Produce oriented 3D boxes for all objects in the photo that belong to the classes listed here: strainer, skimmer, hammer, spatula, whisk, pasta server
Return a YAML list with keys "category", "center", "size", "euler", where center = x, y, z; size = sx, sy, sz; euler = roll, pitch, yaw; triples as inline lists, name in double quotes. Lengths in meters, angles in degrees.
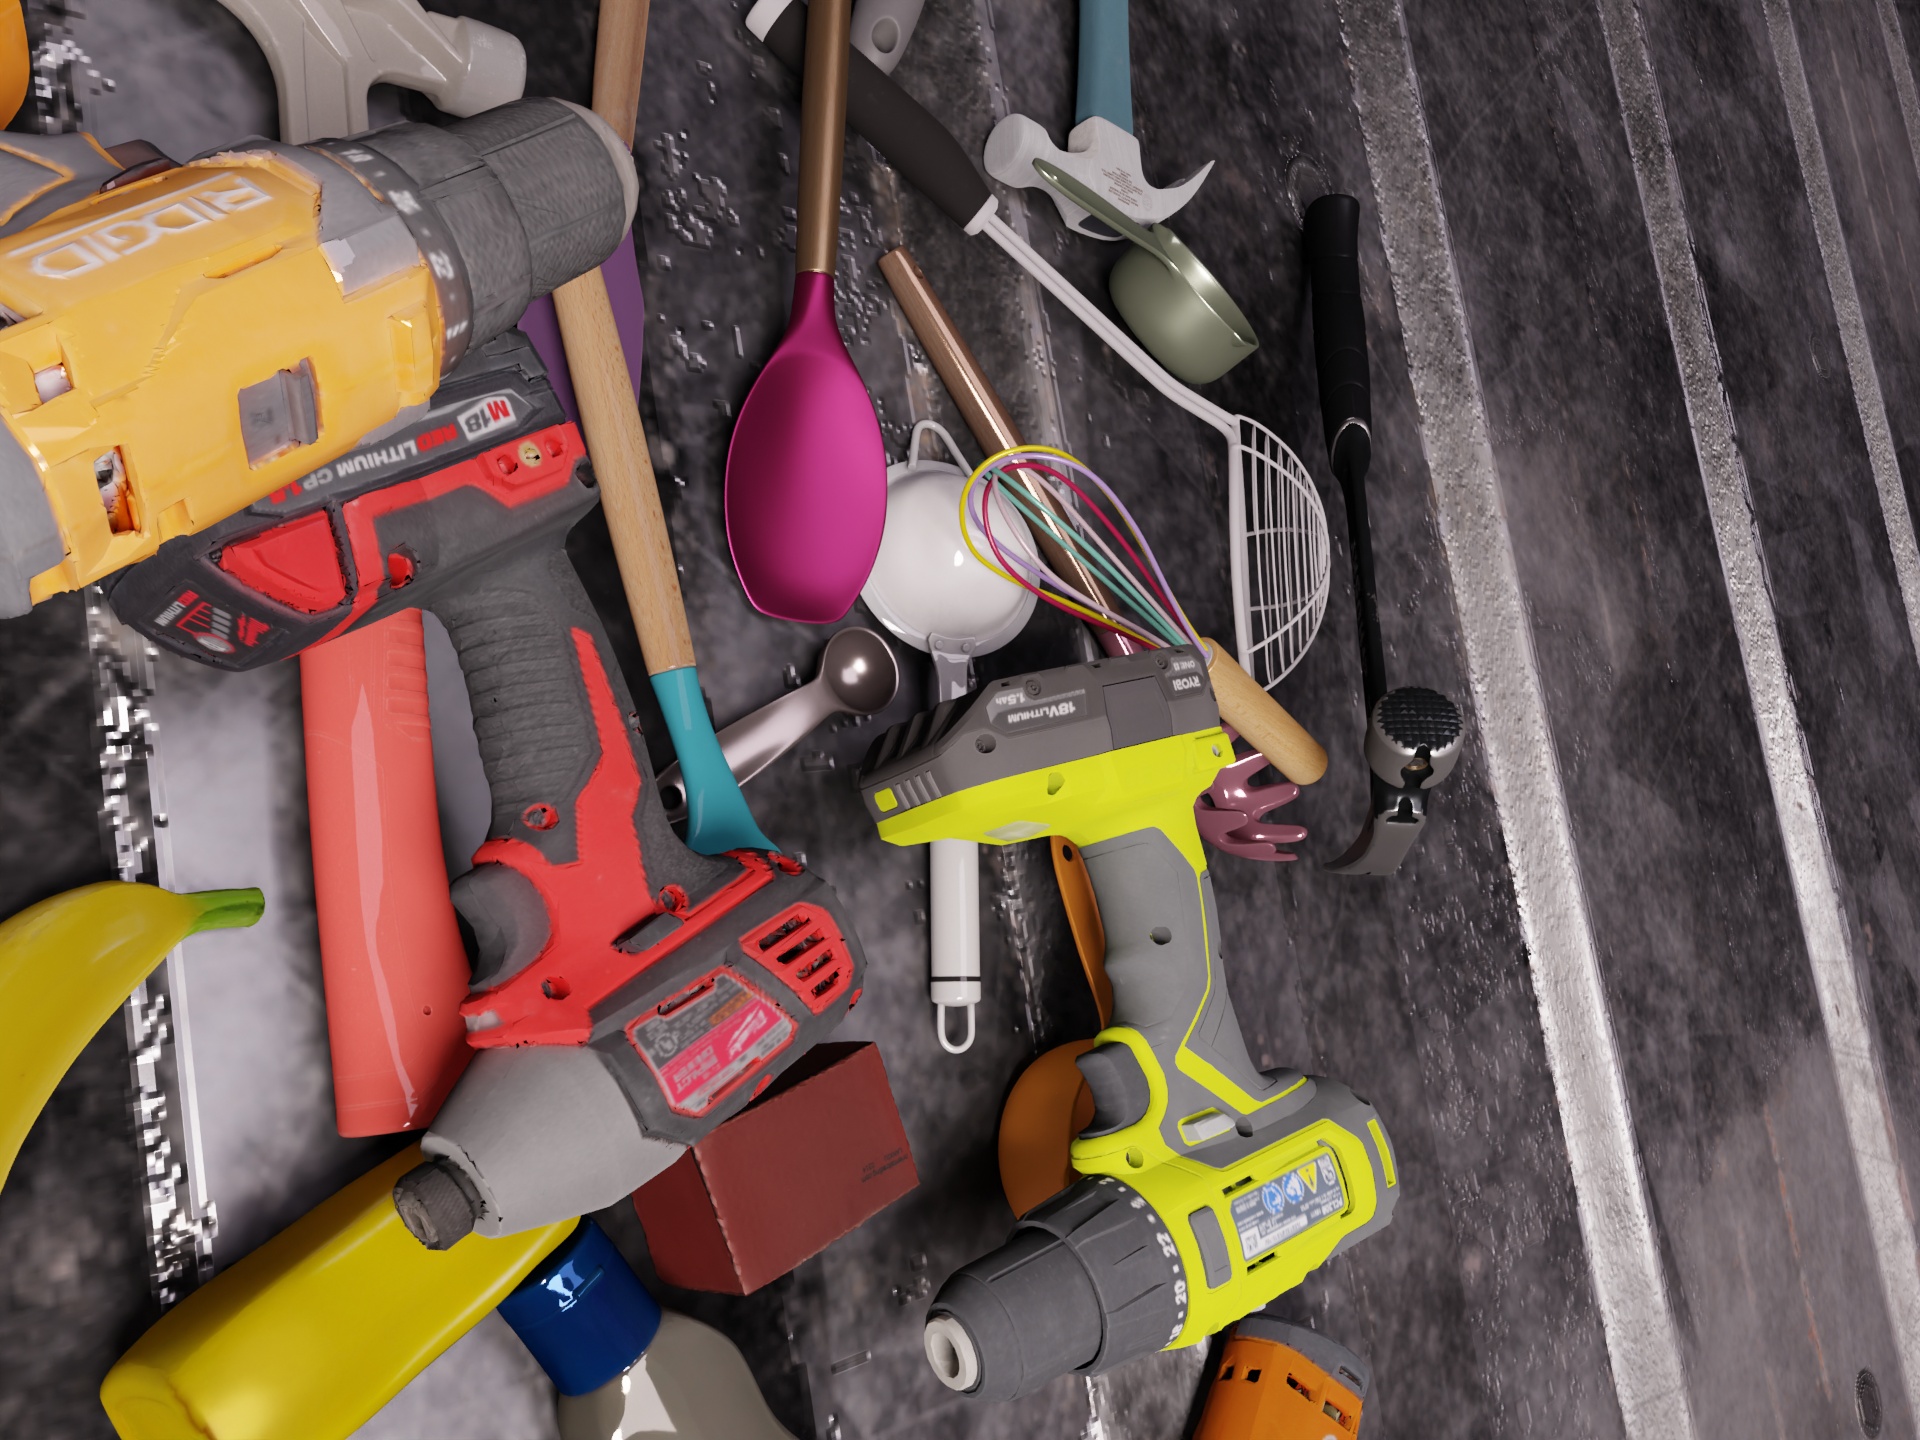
- category: "strainer"
  center: [-0.001, -0.002, 0.621]
  size: [0.086, 0.050, 0.258]
  euler: [4, 79, -26]
- category: "skimmer"
  center: [0.035, -0.157, 0.695]
  size: [0.363, 0.090, 0.127]
  euler: [40, 30, -14]
- category: "hammer"
  center: [0.071, -0.390, 0.794]
  size: [0.128, 0.033, 0.331]
  euler: [15, 69, -38]
- category: "spatula"
  center: [-0.108, -0.039, 0.522]
  size: [0.082, 0.044, 0.317]
  euler: [-12, 88, -44]
- category: "whisk"
  center: [-0.010, -0.377, 0.712]
  size: [0.055, 0.055, 0.239]
  euler: [31, 64, -33]
- category: "hammer"
  center: [-0.188, -0.061, 0.467]
  size: [0.149, 0.037, 0.359]
  euler: [1, 78, -42]
- category: "spatula"
  center: [-0.127, -0.232, 0.579]
  size: [0.059, 0.018, 0.316]
  euler: [28, 59, -55]
- category: "pasta server"
  center: [0.058, -0.067, 0.692]
  size: [0.316, 0.040, 0.060]
  euler: [58, 34, -13]
- category: "whisk"
  center: [0.081, -0.034, 0.650]
  size: [0.244, 0.051, 0.047]
  euler: [37, 80, -39]
- category: "hammer"
  center: [0.193, -0.113, 0.775]
  size: [0.149, 0.036, 0.409]
  euler: [86, 8, -55]

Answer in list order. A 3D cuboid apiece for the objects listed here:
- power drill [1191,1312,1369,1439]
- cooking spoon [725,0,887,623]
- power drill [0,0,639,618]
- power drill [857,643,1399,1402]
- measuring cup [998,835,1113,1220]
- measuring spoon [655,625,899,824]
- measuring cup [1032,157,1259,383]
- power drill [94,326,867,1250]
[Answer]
- category: "power drill"
  center: [0.168, 0.371, 0.648]
  size: [0.226, 0.084, 0.164]
  euler: [42, 54, -21]
- category: "cooking spoon"
  center: [-0.055, -0.195, 0.613]
  size: [0.068, 0.017, 0.319]
  euler: [7, 82, -33]
- category: "power drill"
  center: [-0.204, -0.129, 0.358]
  size: [0.226, 0.084, 0.185]
  euler: [31, 48, 17]
- category: "power drill"
  center: [0.047, 0.100, 0.548]
  size: [0.190, 0.080, 0.228]
  euler: [-12, 82, -37]
- category: "measuring cup"
  center: [0.046, 0.126, 0.621]
  size: [0.095, 0.052, 0.174]
  euler: [-8, 80, -42]
- category: "measuring spoon"
  center: [-0.071, 0.004, 0.575]
  size: [0.124, 0.018, 0.034]
  euler: [-36, 101, -35]
- category: "measuring cup"
  center: [0.074, -0.203, 0.719]
  size: [0.167, 0.038, 0.083]
  euler: [17, 40, -48]
- category: "power drill"
  center: [-0.125, 0.021, 0.421]
  size: [0.143, 0.078, 0.219]
  euler: [-35, 102, -42]
